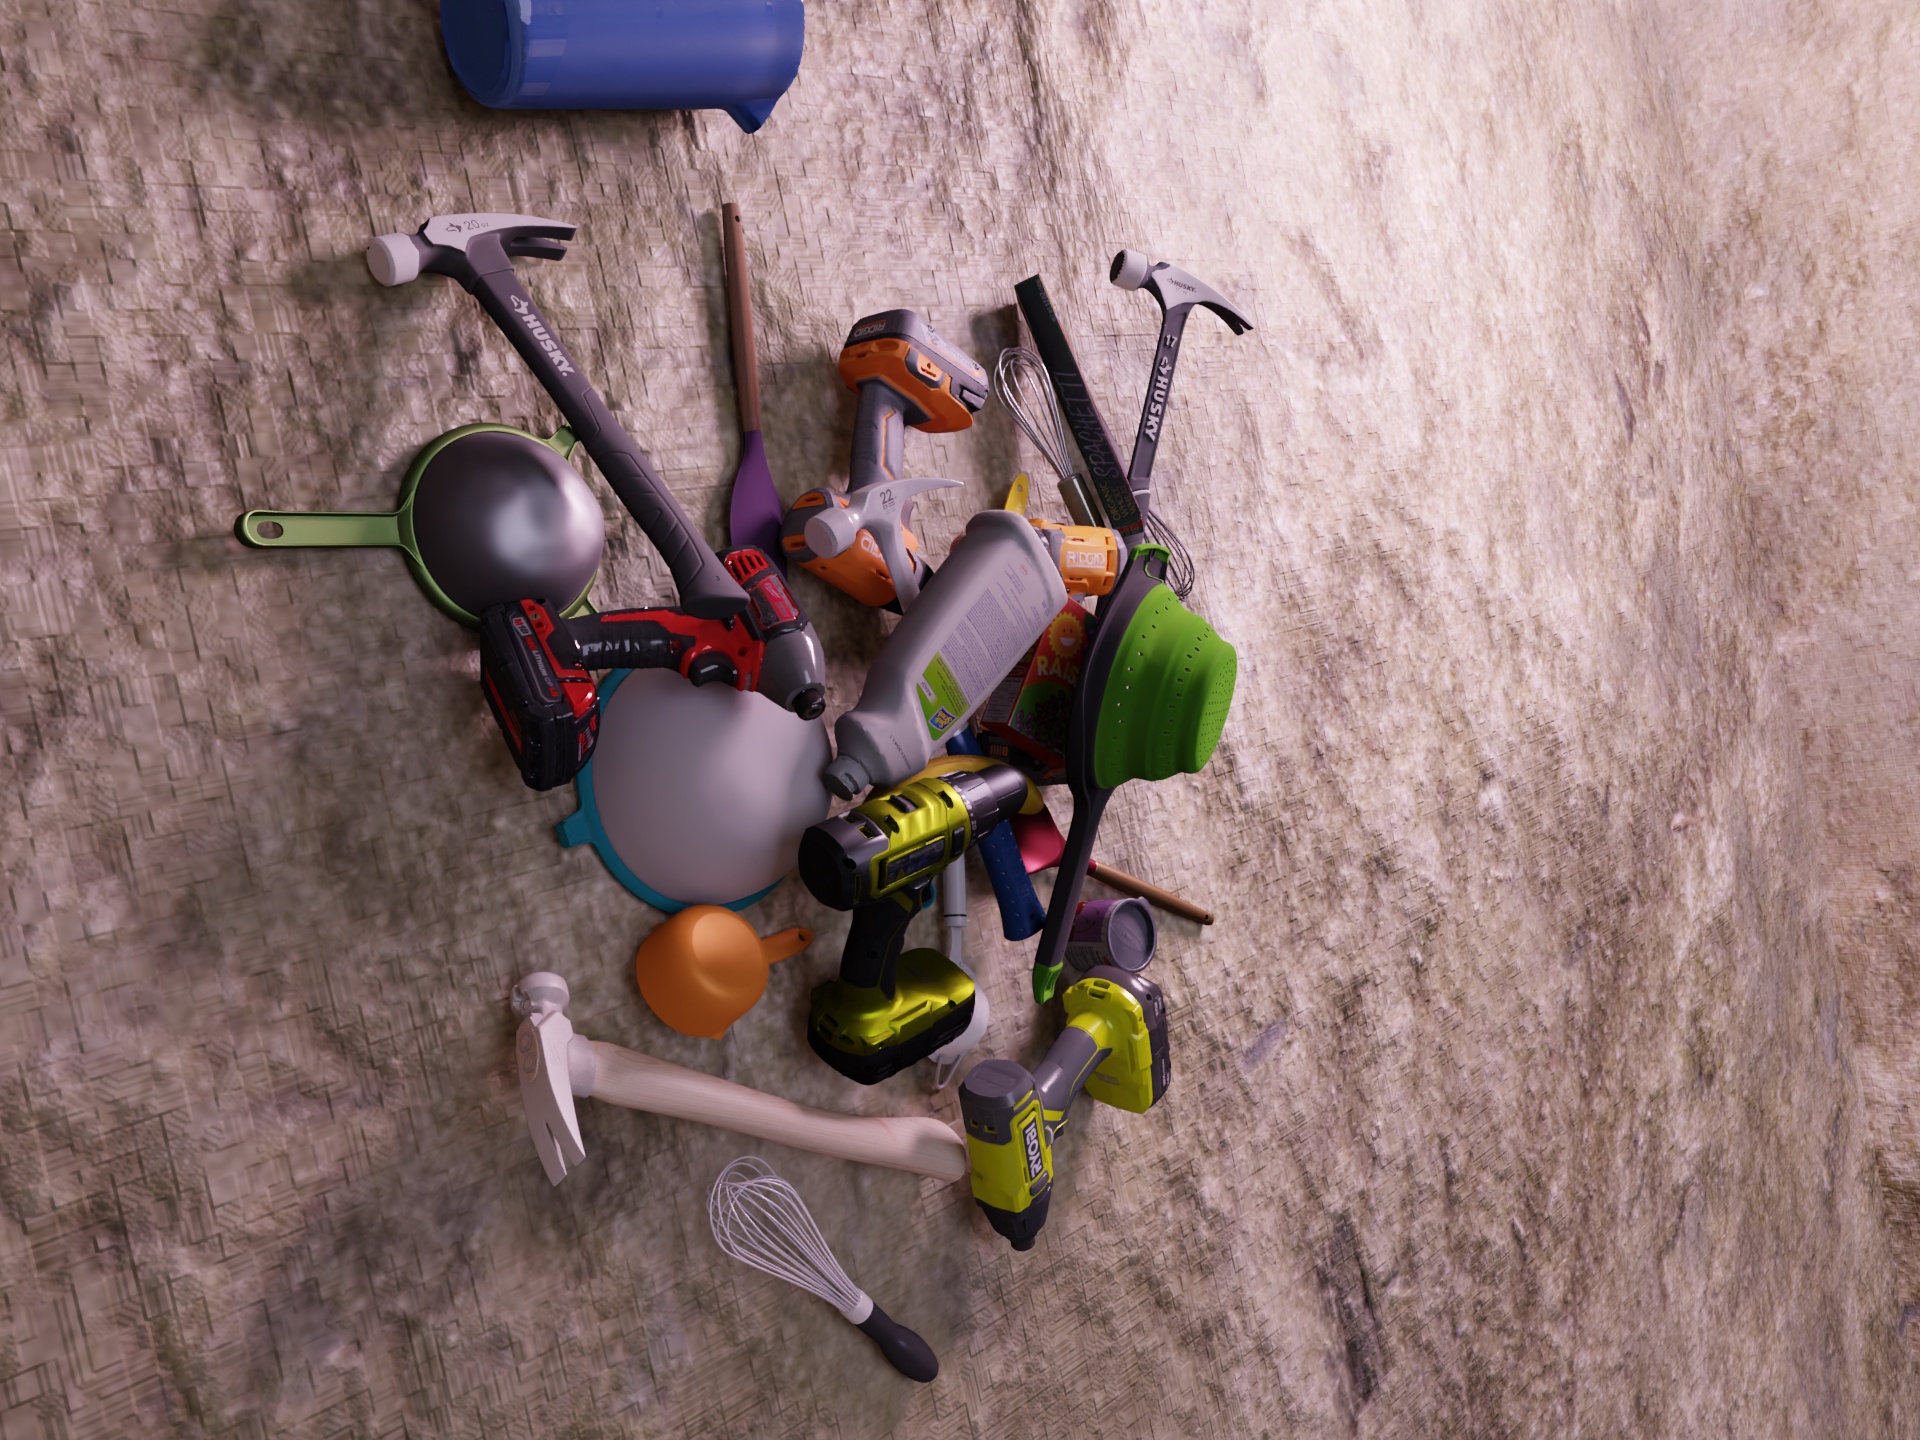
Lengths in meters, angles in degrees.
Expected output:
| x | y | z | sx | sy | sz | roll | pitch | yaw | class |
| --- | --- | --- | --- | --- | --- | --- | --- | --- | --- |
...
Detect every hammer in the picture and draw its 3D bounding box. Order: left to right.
| x | y | z | sx | sy | sz | roll | pitch | yaw | class |
| --- | --- | --- | --- | --- | --- | --- | --- | --- | --- |
| -0.248 | -0.207 | 1.076 | 0.146 | 0.035 | 0.335 | -30 | 81 | -43 | hammer |
| -0.137 | 0.293 | 1.144 | 0.410 | 0.038 | 0.146 | 28 | 26 | -41 | hammer |
| -0.002 | -0.004 | 1.290 | 0.144 | 0.035 | 0.405 | -36 | 117 | -37 | hammer |
| 0.173 | -0.229 | 1.501 | 0.149 | 0.036 | 0.409 | 15 | 84 | -19 | hammer |

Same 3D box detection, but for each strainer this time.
| x | y | z | sx | sy | sz | roll | pitch | yaw | class |
| --- | --- | --- | --- | --- | --- | --- | --- | --- | --- |
| -0.334 | -0.130 | 1.042 | 0.256 | 0.069 | 0.151 | -7 | 88 | -45 | strainer |
| -0.121 | 0.066 | 1.193 | 0.340 | 0.095 | 0.211 | 33 | 62 | -33 | strainer |
| -0.003 | 0.175 | 1.325 | 0.086 | 0.050 | 0.258 | 12 | 72 | -51 | strainer |

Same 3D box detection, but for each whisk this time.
| x | y | z | sx | sy | sz | roll | pitch | yaw | class |
| --- | --- | --- | --- | --- | --- | --- | --- | --- | --- |
| -0.097 | 0.423 | 1.191 | 0.284 | 0.070 | 0.070 | 53 | 53 | -30 | whisk |
| 0.095 | -0.227 | 1.447 | 0.059 | 0.058 | 0.246 | -30 | 96 | -50 | whisk |
| 0.161 | -0.215 | 1.536 | 0.055 | 0.055 | 0.239 | -41 | 107 | -39 | whisk |

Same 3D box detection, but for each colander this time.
| x | y | z | sx | sy | sz | roll | pitch | yaw | class |
| --- | --- | --- | --- | --- | --- | --- | --- | --- | --- |
| 0.147 | 0.058 | 1.308 | 0.204 | 0.094 | 0.397 | -10 | 115 | -68 | colander |

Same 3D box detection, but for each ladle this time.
| x | y | z | sx | sy | sz | roll | pitch | yaw | class |
| --- | --- | --- | --- | --- | --- | --- | --- | --- | --- |
| 0.138 | 0.142 | 1.470 | 0.315 | 0.031 | 0.069 | 27 | 74 | -39 | ladle |

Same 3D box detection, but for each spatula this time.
| x | y | z | sx | sy | sz | roll | pitch | yaw | class |
| --- | --- | --- | --- | --- | --- | --- | --- | --- | --- |
| -0.168 | -0.252 | 1.250 | 0.059 | 0.018 | 0.316 | -1 | 85 | -52 | spatula |

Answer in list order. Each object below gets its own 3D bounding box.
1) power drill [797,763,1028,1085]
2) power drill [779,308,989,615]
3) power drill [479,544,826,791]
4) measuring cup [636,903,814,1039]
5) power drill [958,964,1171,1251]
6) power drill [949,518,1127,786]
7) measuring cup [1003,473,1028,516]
| x | y | z | sx | sy | sz | roll | pitch | yaw | class |
| --- | --- | --- | --- | --- | --- | --- | --- | --- | --- |
| -0.034 | 0.144 | 1.192 | 0.190 | 0.080 | 0.228 | -22 | 132 | -37 | power drill |
| -0.051 | -0.202 | 1.311 | 0.164 | 0.084 | 0.227 | 30 | 68 | -42 | power drill |
| -0.201 | -0.037 | 1.076 | 0.219 | 0.078 | 0.143 | -17 | 58 | -27 | power drill |
| -0.154 | 0.168 | 1.162 | 0.173 | 0.052 | 0.095 | -14 | 68 | -52 | measuring cup |
| 0.087 | 0.322 | 1.337 | 0.223 | 0.080 | 0.171 | -35 | 125 | -44 | power drill |
| 0.062 | -0.060 | 1.368 | 0.185 | 0.084 | 0.226 | -2 | 96 | -44 | power drill |
| 0.029 | -0.154 | 1.414 | 0.062 | 0.029 | 0.157 | 37 | 58 | -33 | measuring cup |
